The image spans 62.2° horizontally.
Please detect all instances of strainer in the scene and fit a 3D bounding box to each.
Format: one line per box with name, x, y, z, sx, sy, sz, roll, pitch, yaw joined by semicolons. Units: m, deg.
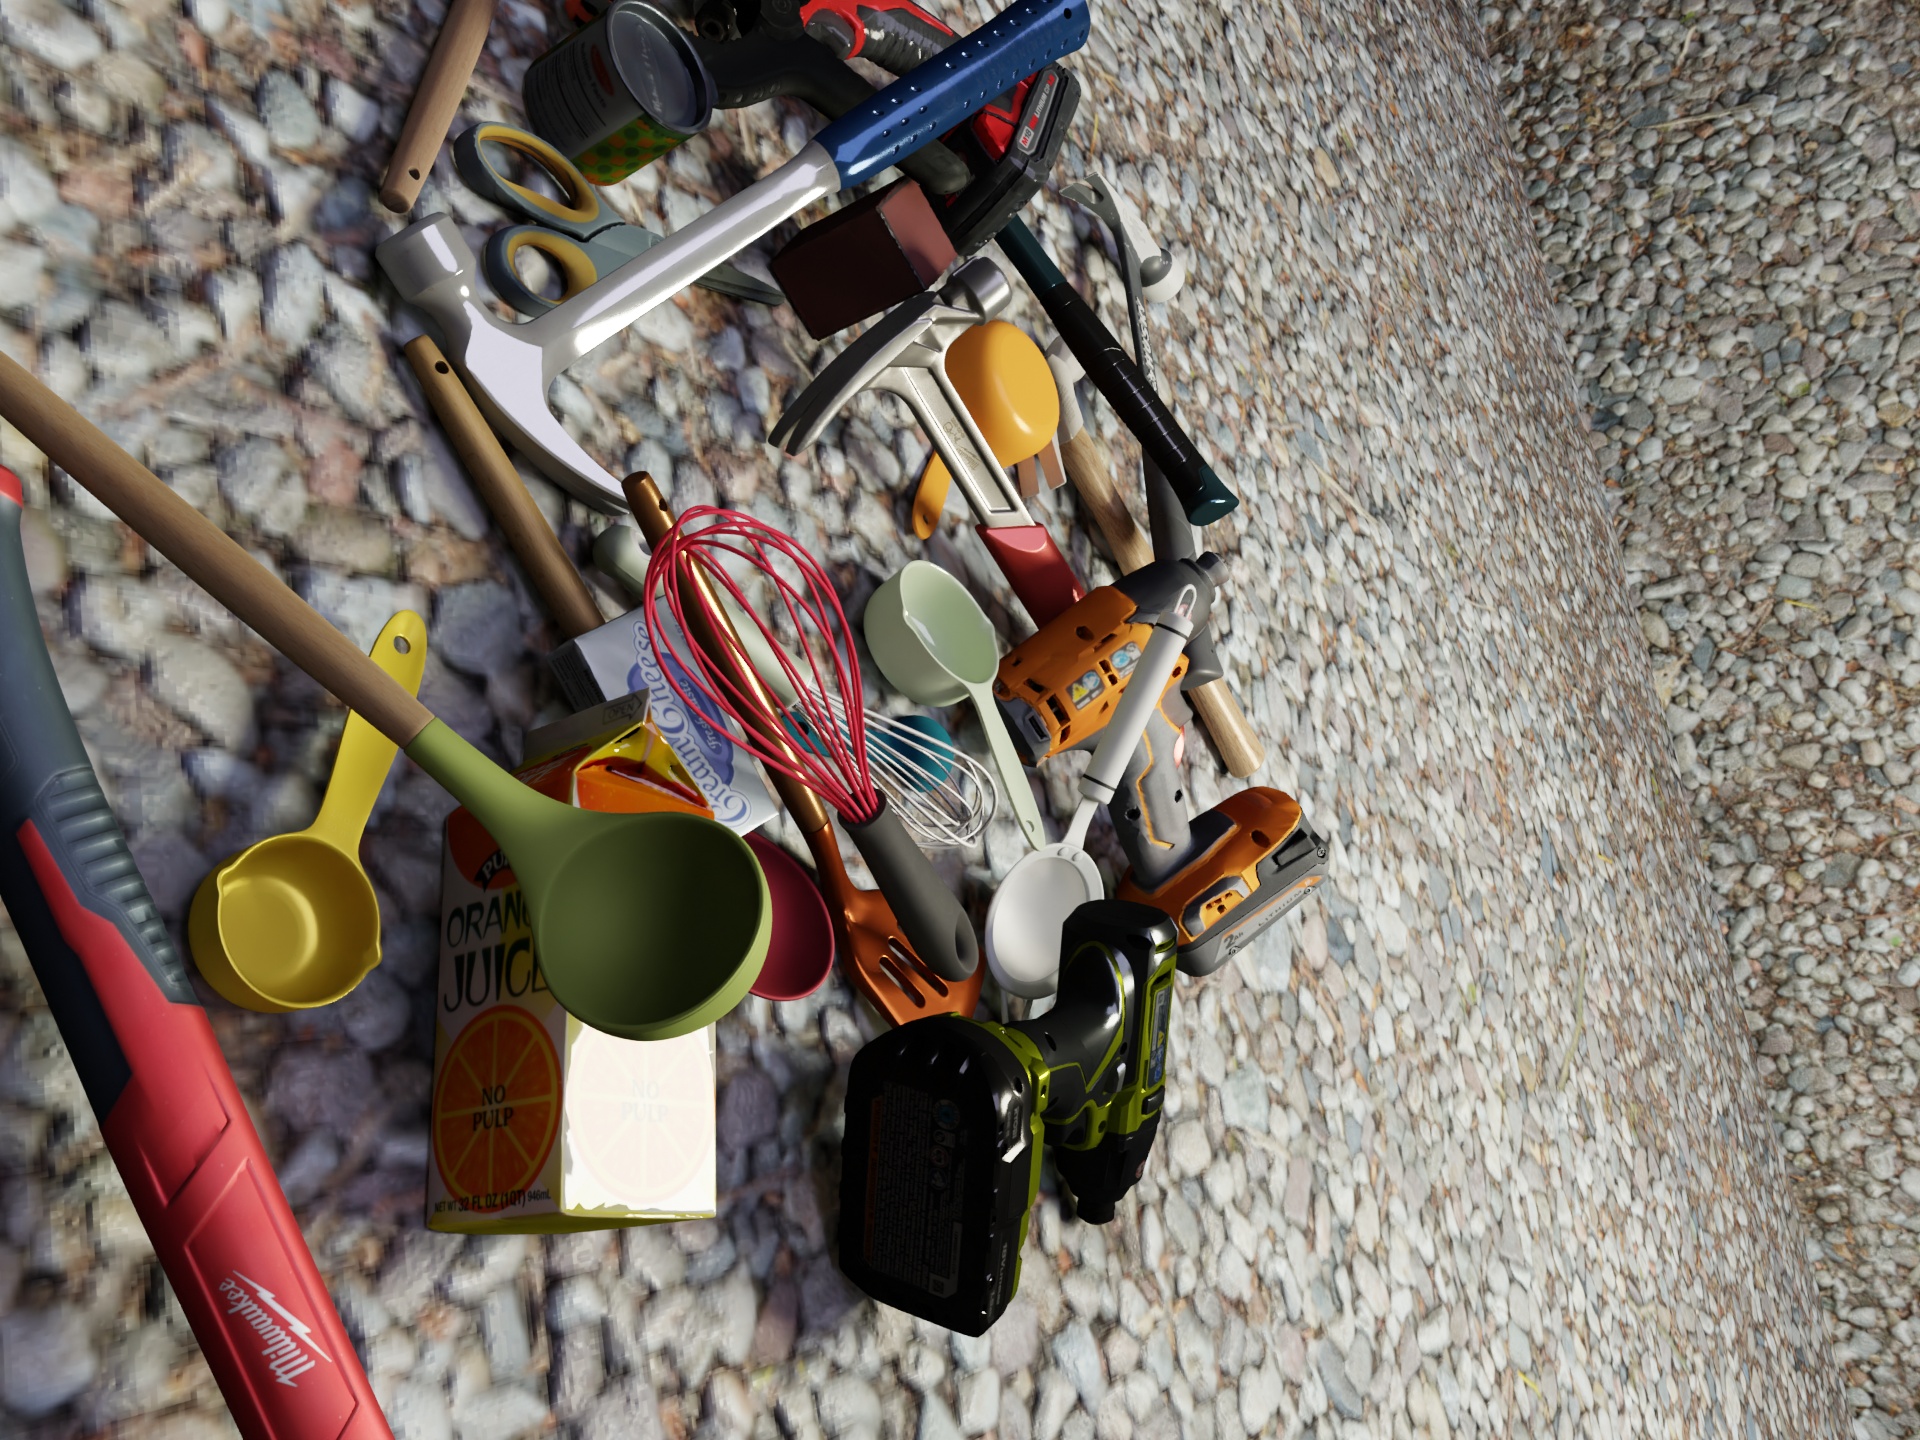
strainer;0.069;0.044;0.854;0.086;0.050;0.258;26;90;-42

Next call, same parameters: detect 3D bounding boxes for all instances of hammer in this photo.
hammer;-0.069;-0.251;0.750;0.405;0.035;0.144;-44;116;-29
hammer;0.127;-0.097;1.090;0.331;0.031;0.130;58;36;-20
hammer;0.038;-0.079;0.918;0.149;0.037;0.358;-43;128;-10
hammer;0.133;-0.201;1.090;0.149;0.036;0.409;35;43;-49
hammer;-0.242;0.103;0.444;0.143;0.038;0.386;-24;90;-32
hammer;0.066;-0.260;1.007;0.331;0.033;0.128;53;36;-1

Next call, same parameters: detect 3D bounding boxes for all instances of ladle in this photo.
ladle;-0.145;-0.016;0.667;0.069;0.031;0.315;-42;108;-47
ladle;-0.190;-0.015;0.499;0.320;0.062;0.078;42;69;-9

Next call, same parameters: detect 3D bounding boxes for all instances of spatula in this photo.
spatula;-0.216;-0.341;0.721;0.059;0.018;0.316;37;46;-40
spatula;-0.067;0.027;0.714;0.322;0.041;0.081;66;32;-32

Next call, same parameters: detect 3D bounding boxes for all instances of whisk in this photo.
whisk;-0.073;-0.010;0.743;0.246;0.059;0.058;40;21;-29
whisk;-0.049;0.025;0.672;0.295;0.073;0.073;62;32;-42

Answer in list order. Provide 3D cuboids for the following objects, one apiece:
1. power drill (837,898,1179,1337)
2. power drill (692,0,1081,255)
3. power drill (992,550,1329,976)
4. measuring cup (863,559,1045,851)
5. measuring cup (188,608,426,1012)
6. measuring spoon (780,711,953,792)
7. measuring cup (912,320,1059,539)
power drill;0.037;0.193;0.766;0.223;0.080;0.171;-13;109;-59
power drill;-0.047;-0.372;0.890;0.219;0.078;0.143;34;53;-20
power drill;0.126;0.020;0.929;0.164;0.084;0.226;-37;114;-9
measuring cup;-0.001;-0.003;0.831;0.083;0.038;0.168;-1;65;-56
measuring cup;-0.216;0.027;0.545;0.062;0.029;0.157;41;42;-38
measuring spoon;-0.043;0.010;0.805;0.128;0.021;0.042;13;65;-52
measuring cup;0.012;-0.169;0.938;0.095;0.052;0.174;50;37;-30
